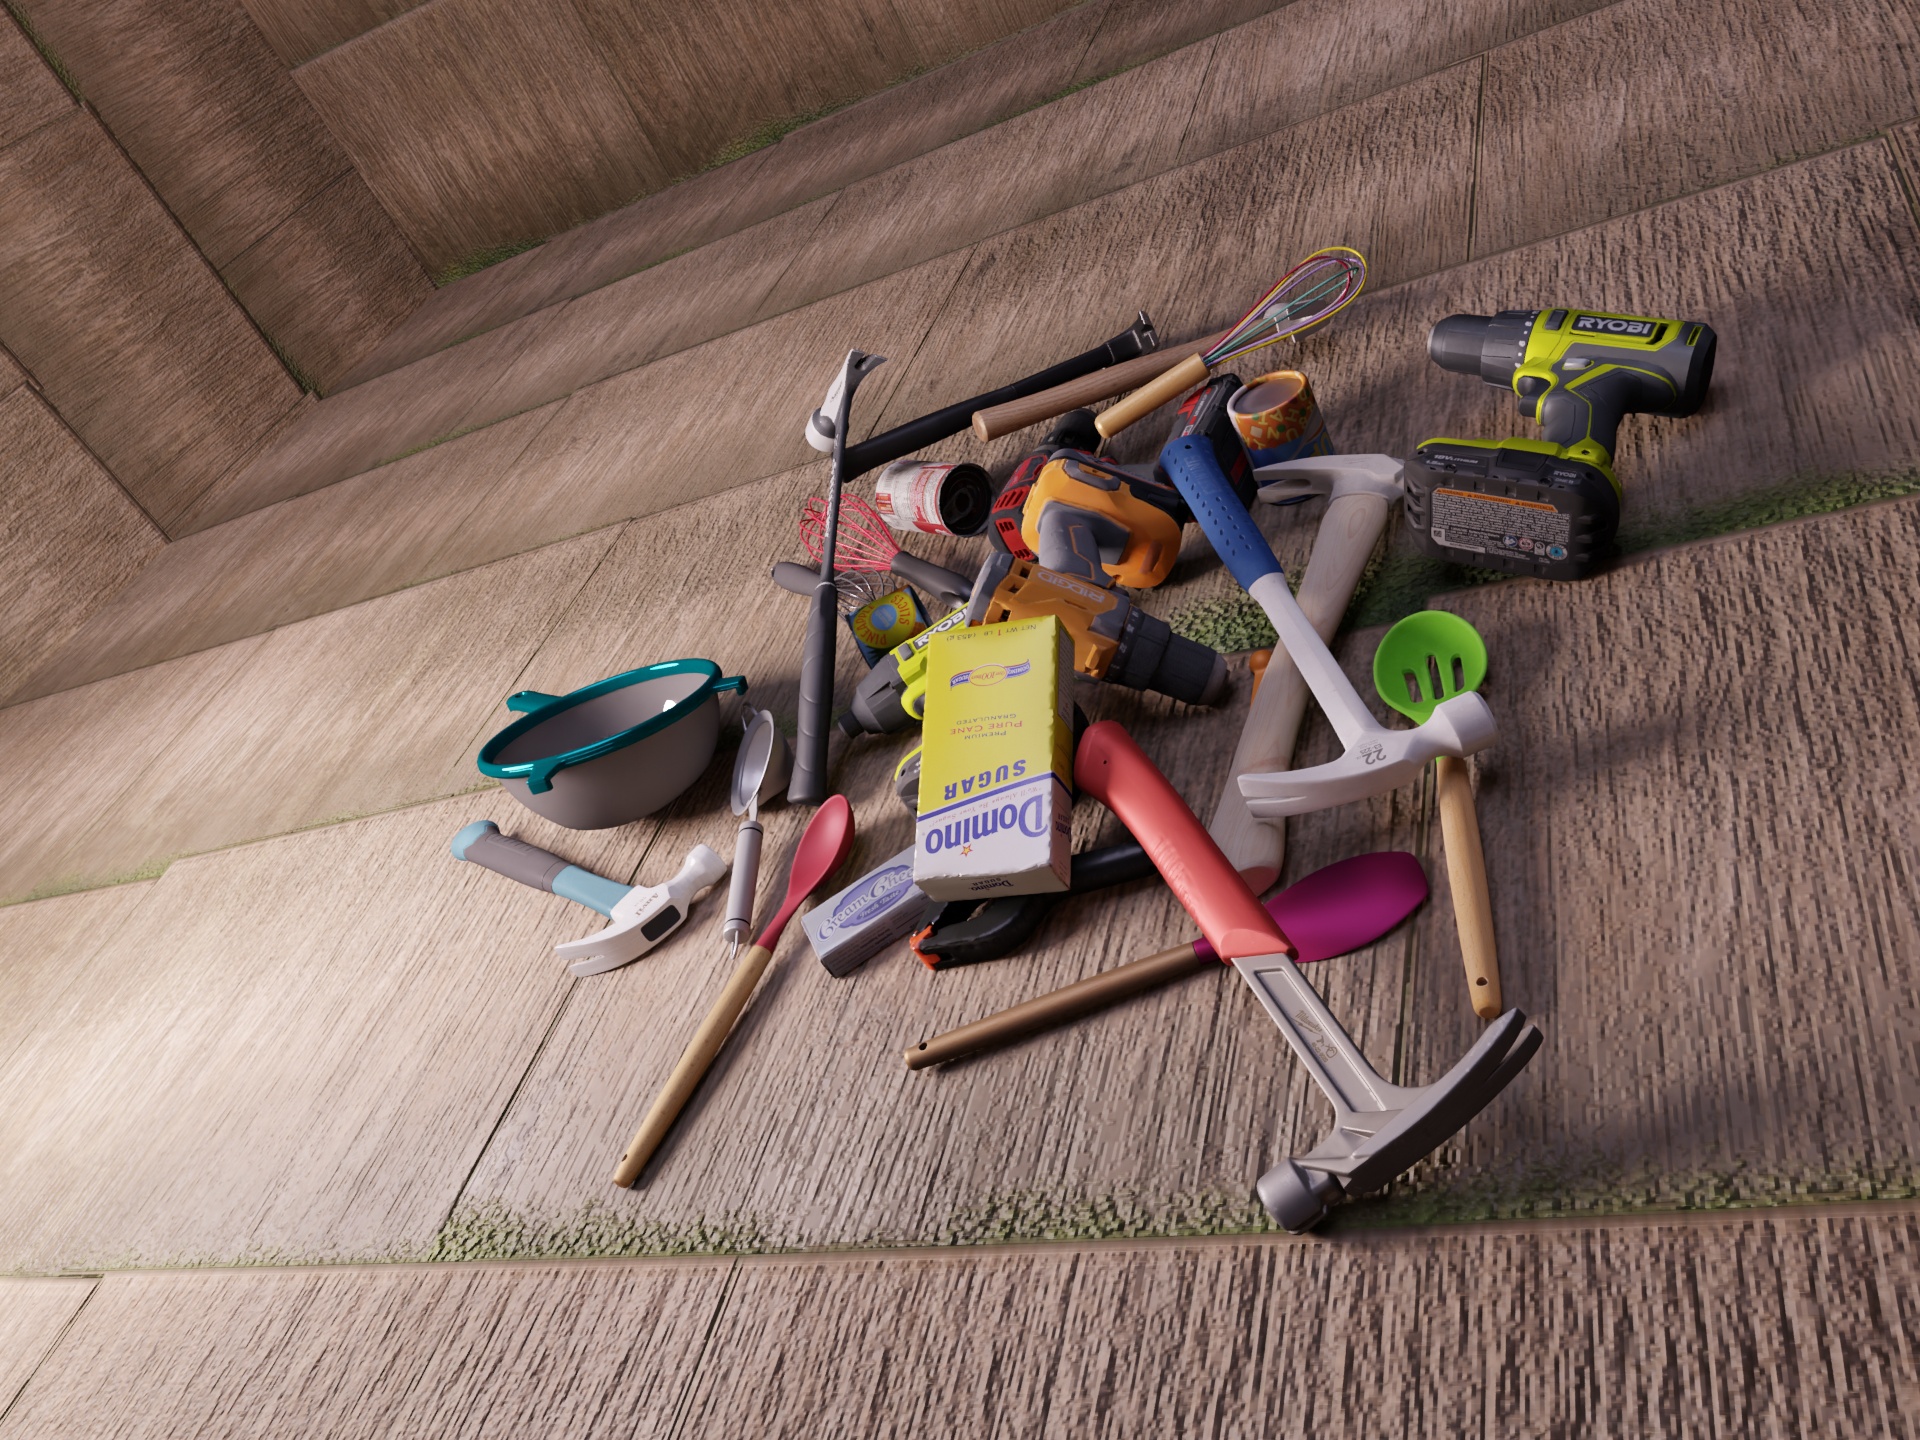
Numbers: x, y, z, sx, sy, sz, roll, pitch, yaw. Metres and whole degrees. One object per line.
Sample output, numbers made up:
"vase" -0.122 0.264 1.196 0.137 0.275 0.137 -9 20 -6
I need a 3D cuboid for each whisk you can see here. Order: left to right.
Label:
"whisk" -0.122 -0.124 1.463 0.055 0.055 0.239 -41 29 -16
"whisk" -0.064 -0.147 1.437 0.073 0.073 0.296 -40 38 -14
"whisk" 0.214 -0.301 1.276 0.245 0.047 0.051 -30 10 18

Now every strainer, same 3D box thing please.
"strainer" -0.318 0.027 1.374 0.211 0.095 0.340 -29 19 -27
"strainer" -0.157 0.081 1.207 0.086 0.050 0.259 -56 22 37

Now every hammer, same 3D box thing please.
"hammer" -0.326 0.126 1.294 0.331 0.033 0.128 10 49 48
"hammer" -0.106 -0.118 1.292 0.149 0.036 0.409 130 147 -58
"hammer" 0.034 -0.297 1.477 0.335 0.035 0.146 -25 4 -11
"hammer" 0.169 -0.309 1.393 0.331 0.031 0.130 -20 13 -7
"hammer" 0.153 0.099 0.867 0.149 0.036 0.359 -42 36 8
"hammer" 0.201 -0.083 1.055 0.144 0.035 0.406 -23 37 5
"hammer" 0.217 -0.044 1.059 0.146 0.038 0.411 3 45 30

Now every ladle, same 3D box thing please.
"ladle" -0.147 0.176 1.077 0.069 0.031 0.316 -28 26 50

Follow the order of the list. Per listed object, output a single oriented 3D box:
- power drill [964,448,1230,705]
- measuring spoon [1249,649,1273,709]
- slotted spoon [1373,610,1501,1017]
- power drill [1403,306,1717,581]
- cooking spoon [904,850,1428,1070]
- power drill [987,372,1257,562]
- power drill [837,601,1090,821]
"power drill" 0.113 -0.100 1.158 0.185 0.084 0.226 22 35 1
"measuring spoon" 0.201 -0.011 1.063 0.021 0.011 0.117 -16 35 22
"slotted spoon" 0.280 0.043 0.907 0.070 0.031 0.314 -17 36 22
"power drill" 0.389 -0.205 1.087 0.191 0.080 0.229 15 52 29
"cooking spoon" 0.112 0.143 0.914 0.319 0.017 0.069 -23 33 12
"power drill" 0.144 -0.223 1.354 0.227 0.080 0.188 -9 37 37
"power drill" -0.002 -0.004 1.167 0.171 0.080 0.223 -33 28 2
